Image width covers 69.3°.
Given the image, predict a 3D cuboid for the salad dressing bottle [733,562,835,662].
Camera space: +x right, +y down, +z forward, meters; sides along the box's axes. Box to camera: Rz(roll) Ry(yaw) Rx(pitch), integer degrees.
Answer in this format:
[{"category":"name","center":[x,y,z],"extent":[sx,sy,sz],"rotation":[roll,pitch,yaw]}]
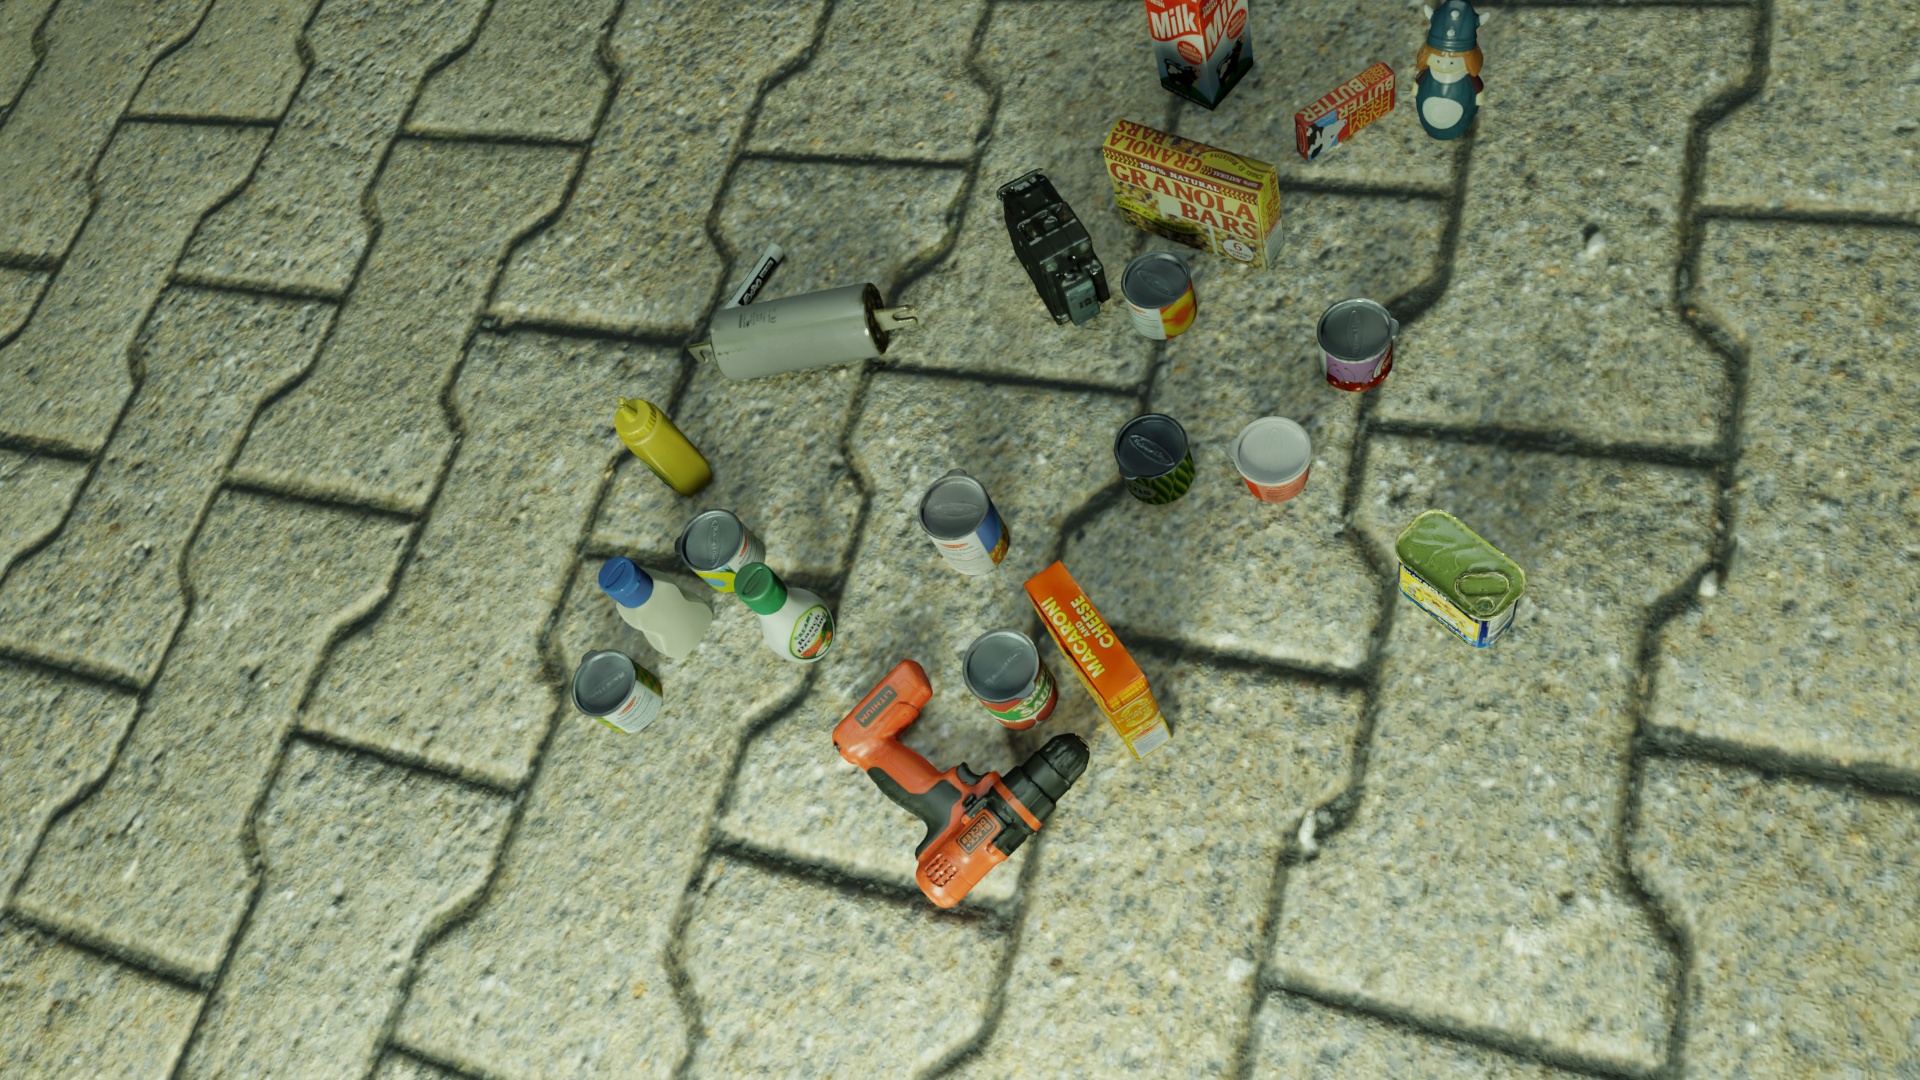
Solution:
[{"category":"salad dressing bottle","center":[-0.159,0.064,1.248],"extent":[0.044,0.147,0.064],"rotation":[28,76,26]}]

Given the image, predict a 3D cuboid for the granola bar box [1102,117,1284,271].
[{"category":"granola bar box","center":[0.224,-0.330,1.333],"extent":[0.166,0.124,0.039],"rotation":[26,76,25]}]

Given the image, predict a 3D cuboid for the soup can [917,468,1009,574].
[{"category":"soup can","center":[0.005,-0.016,1.273],"extent":[0.071,0.083,0.071],"rotation":[-7,64,14]}]

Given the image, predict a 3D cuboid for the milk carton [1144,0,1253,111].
[{"category":"milk carton","center":[0.236,-0.528,1.384],"extent":[0.072,0.190,0.073],"rotation":[36,80,27]}]

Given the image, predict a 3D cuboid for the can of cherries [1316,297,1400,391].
[{"category":"can of cherries","center":[0.360,-0.176,1.257],"extent":[0.071,0.058,0.072],"rotation":[-7,64,14]}]

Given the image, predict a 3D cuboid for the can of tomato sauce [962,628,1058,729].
[{"category":"can of tomato sauce","center":[0.046,0.122,1.196],"extent":[0.071,0.083,0.071],"rotation":[-7,64,14]}]

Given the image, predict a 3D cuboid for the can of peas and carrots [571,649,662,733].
[{"category":"can of peas and carrots","center":[-0.325,0.141,1.311],"extent":[0.071,0.058,0.071],"rotation":[-7,64,14]}]

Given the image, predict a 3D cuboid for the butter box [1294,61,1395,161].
[{"category":"butter box","center":[0.379,-0.423,1.371],"extent":[0.103,0.053,0.024],"rotation":[-32,61,0]}]

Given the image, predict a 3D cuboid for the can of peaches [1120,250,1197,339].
[{"category":"can of peaches","center":[0.193,-0.237,1.335],"extent":[0.071,0.058,0.071],"rotation":[-7,64,14]}]

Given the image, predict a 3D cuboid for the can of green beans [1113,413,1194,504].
[{"category":"can of green beans","center":[0.177,-0.073,1.263],"extent":[0.071,0.057,0.071],"rotation":[-7,64,14]}]

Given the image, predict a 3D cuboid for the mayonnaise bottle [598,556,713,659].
[{"category":"mayonnaise bottle","center":[-0.284,0.059,1.287],"extent":[0.041,0.147,0.065],"rotation":[28,77,26]}]

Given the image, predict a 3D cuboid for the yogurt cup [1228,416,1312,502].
[{"category":"yogurt cup","center":[0.279,-0.069,1.233],"extent":[0.072,0.053,0.072],"rotation":[-7,64,14]}]

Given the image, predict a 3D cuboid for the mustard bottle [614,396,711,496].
[{"category":"mustard bottle","center":[-0.300,-0.099,1.359],"extent":[0.049,0.159,0.065],"rotation":[-46,62,-7]}]

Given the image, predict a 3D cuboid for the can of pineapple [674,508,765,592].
[{"category":"can of pineapple","center":[-0.232,0.010,1.346],"extent":[0.071,0.057,0.071],"rotation":[-7,64,14]}]

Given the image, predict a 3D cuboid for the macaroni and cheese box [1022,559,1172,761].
[{"category":"macaroni and cheese box","center":[0.114,0.102,1.138],"extent":[0.040,0.166,0.124],"rotation":[-35,61,-1]}]
